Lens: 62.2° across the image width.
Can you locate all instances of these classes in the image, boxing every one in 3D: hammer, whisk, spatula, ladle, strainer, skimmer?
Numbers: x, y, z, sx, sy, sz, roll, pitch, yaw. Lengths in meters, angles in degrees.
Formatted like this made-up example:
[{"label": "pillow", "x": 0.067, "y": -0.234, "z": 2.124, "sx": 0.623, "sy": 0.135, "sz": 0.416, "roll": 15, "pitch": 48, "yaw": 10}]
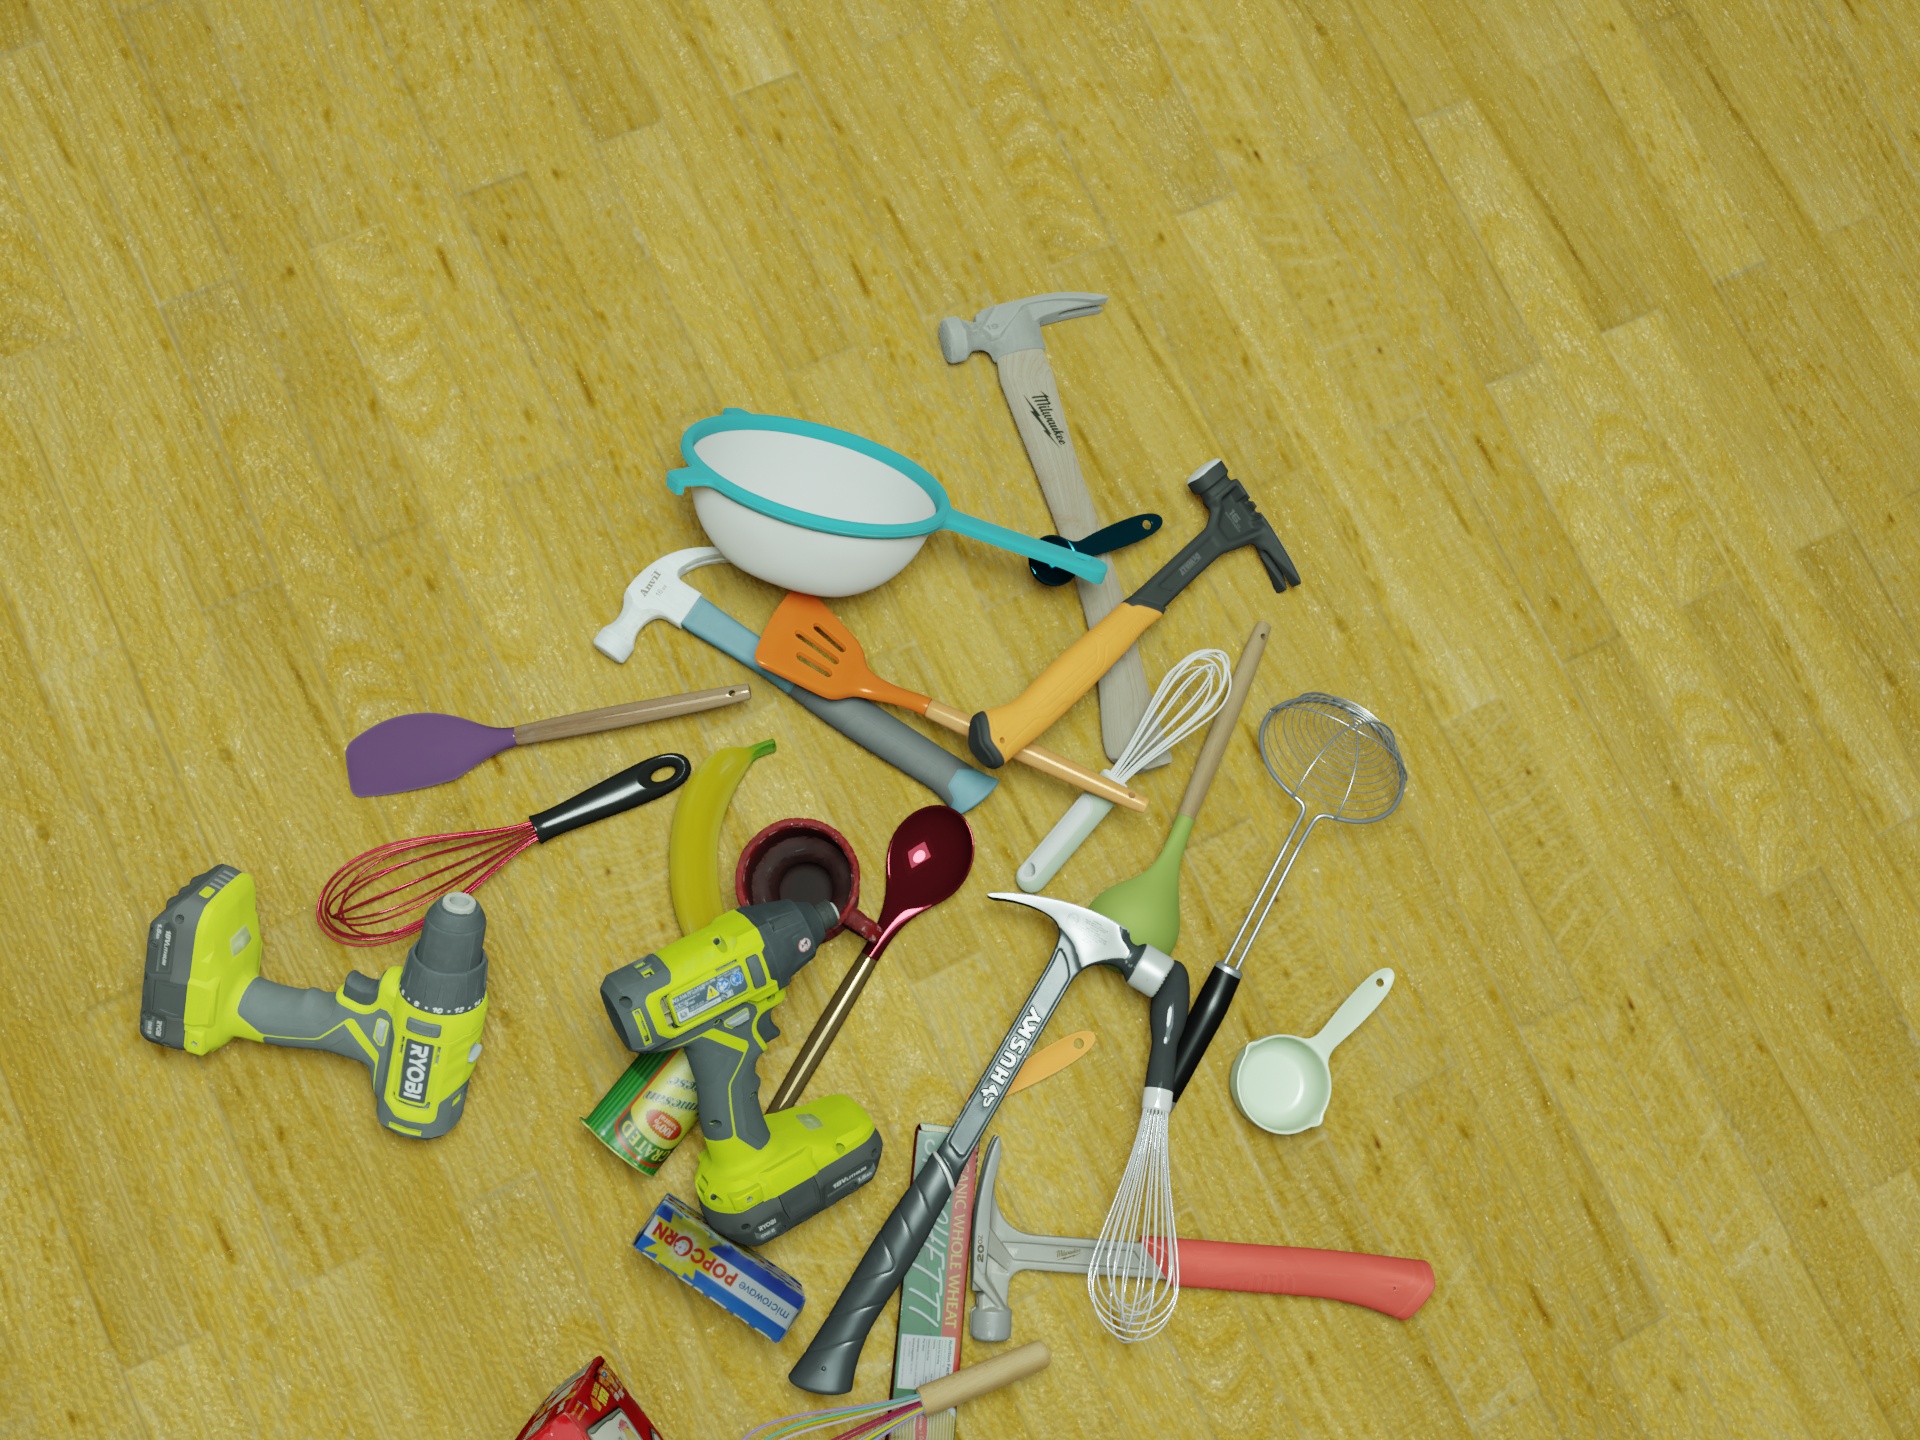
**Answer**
[{"label": "hammer", "x": 0.187, "y": 0.409, "z": 1.225, "sx": 0.359, "sy": 0.036, "sz": 0.149, "roll": 6, "pitch": 79, "yaw": -6}, {"label": "whisk", "x": 0.127, "y": 0.040, "z": 1.252, "sx": 0.246, "sy": 0.059, "sz": 0.058, "roll": -50, "pitch": 49, "yaw": 7}, {"label": "spatula", "x": -0.002, "y": -0.004, "z": 1.229, "sx": 0.322, "sy": 0.041, "sz": 0.081, "roll": 24, "pitch": 60, "yaw": 5}, {"label": "hammer", "x": -0.119, "y": -0.023, "z": 1.268, "sx": 0.331, "sy": 0.033, "sz": 0.128, "roll": 33, "pitch": 78, "yaw": -1}, {"label": "ladle", "x": -0.083, "y": 0.206, "z": 1.233, "sx": 0.069, "sy": 0.031, "sz": 0.315, "roll": 28, "pitch": 79, "yaw": 17}, {"label": "strainer", "x": -0.060, "y": -0.136, "z": 1.239, "sx": 0.340, "sy": 0.211, "sz": 0.095, "roll": 18, "pitch": 116, "yaw": -3}, {"label": "spatula", "x": -0.319, "y": 0.005, "z": 1.231, "sx": 0.316, "sy": 0.018, "sz": 0.060, "roll": -10, "pitch": 81, "yaw": -2}, {"label": "whisk", "x": -0.342, "y": 0.091, "z": 1.209, "sx": 0.296, "sy": 0.073, "sz": 0.073, "roll": -24, "pitch": 83, "yaw": -17}, {"label": "whisk", "x": 0.143, "y": 0.318, "z": 1.197, "sx": 0.070, "sy": 0.070, "sz": 0.285, "roll": 13, "pitch": 67, "yaw": -5}, {"label": "hammer", "x": -0.006, "y": 0.314, "z": 1.184, "sx": 0.149, "sy": 0.036, "sz": 0.409, "roll": 31, "pitch": 82, "yaw": 9}, {"label": "hammer", "x": 0.108, "y": -0.158, "z": 1.321, "sx": 0.146, "sy": 0.038, "sz": 0.411, "roll": -15, "pitch": 82, "yaw": -11}, {"label": "ladle", "x": 0.186, "y": 0.058, "z": 1.292, "sx": 0.078, "sy": 0.062, "sz": 0.320, "roll": 31, "pitch": 70, "yaw": -17}, {"label": "skimmer", "x": 0.242, "y": 0.145, "z": 1.284, "sx": 0.127, "sy": 0.090, "sz": 0.363, "roll": 28, "pitch": 88, "yaw": 4}, {"label": "hammer", "x": 0.134, "y": -0.068, "z": 1.258, "sx": 0.337, "sy": 0.034, "sz": 0.127, "roll": -41, "pitch": 99, "yaw": -25}, {"label": "whisk", "x": -0.047, "y": 0.502, "z": 1.142, "sx": 0.245, "sy": 0.047, "sz": 0.051, "roll": -15, "pitch": 82, "yaw": -16}]

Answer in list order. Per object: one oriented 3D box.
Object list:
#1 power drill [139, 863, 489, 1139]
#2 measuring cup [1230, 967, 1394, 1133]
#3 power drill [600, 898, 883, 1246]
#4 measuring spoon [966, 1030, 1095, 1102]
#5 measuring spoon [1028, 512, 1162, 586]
[{"label": "power drill", "x": -0.448, "y": 0.185, "z": 1.131, "sx": 0.228, "sy": 0.080, "sz": 0.190, "roll": 17, "pitch": 113, "yaw": -1}, {"label": "measuring cup", "x": 0.282, "y": 0.257, "z": 1.265, "sx": 0.167, "sy": 0.038, "sz": 0.083, "roll": -42, "pitch": 87, "yaw": -14}, {"label": "power drill", "x": -0.141, "y": 0.244, "z": 1.136, "sx": 0.171, "sy": 0.080, "sz": 0.223, "roll": -25, "pitch": 114, "yaw": -23}, {"label": "measuring spoon", "x": 0.055, "y": 0.275, "z": 1.248, "sx": 0.117, "sy": 0.011, "sz": 0.021, "roll": -27, "pitch": 83, "yaw": -15}, {"label": "measuring spoon", "x": 0.109, "y": -0.142, "z": 1.294, "sx": 0.128, "sy": 0.021, "sz": 0.042, "roll": -23, "pitch": 90, "yaw": -22}]
